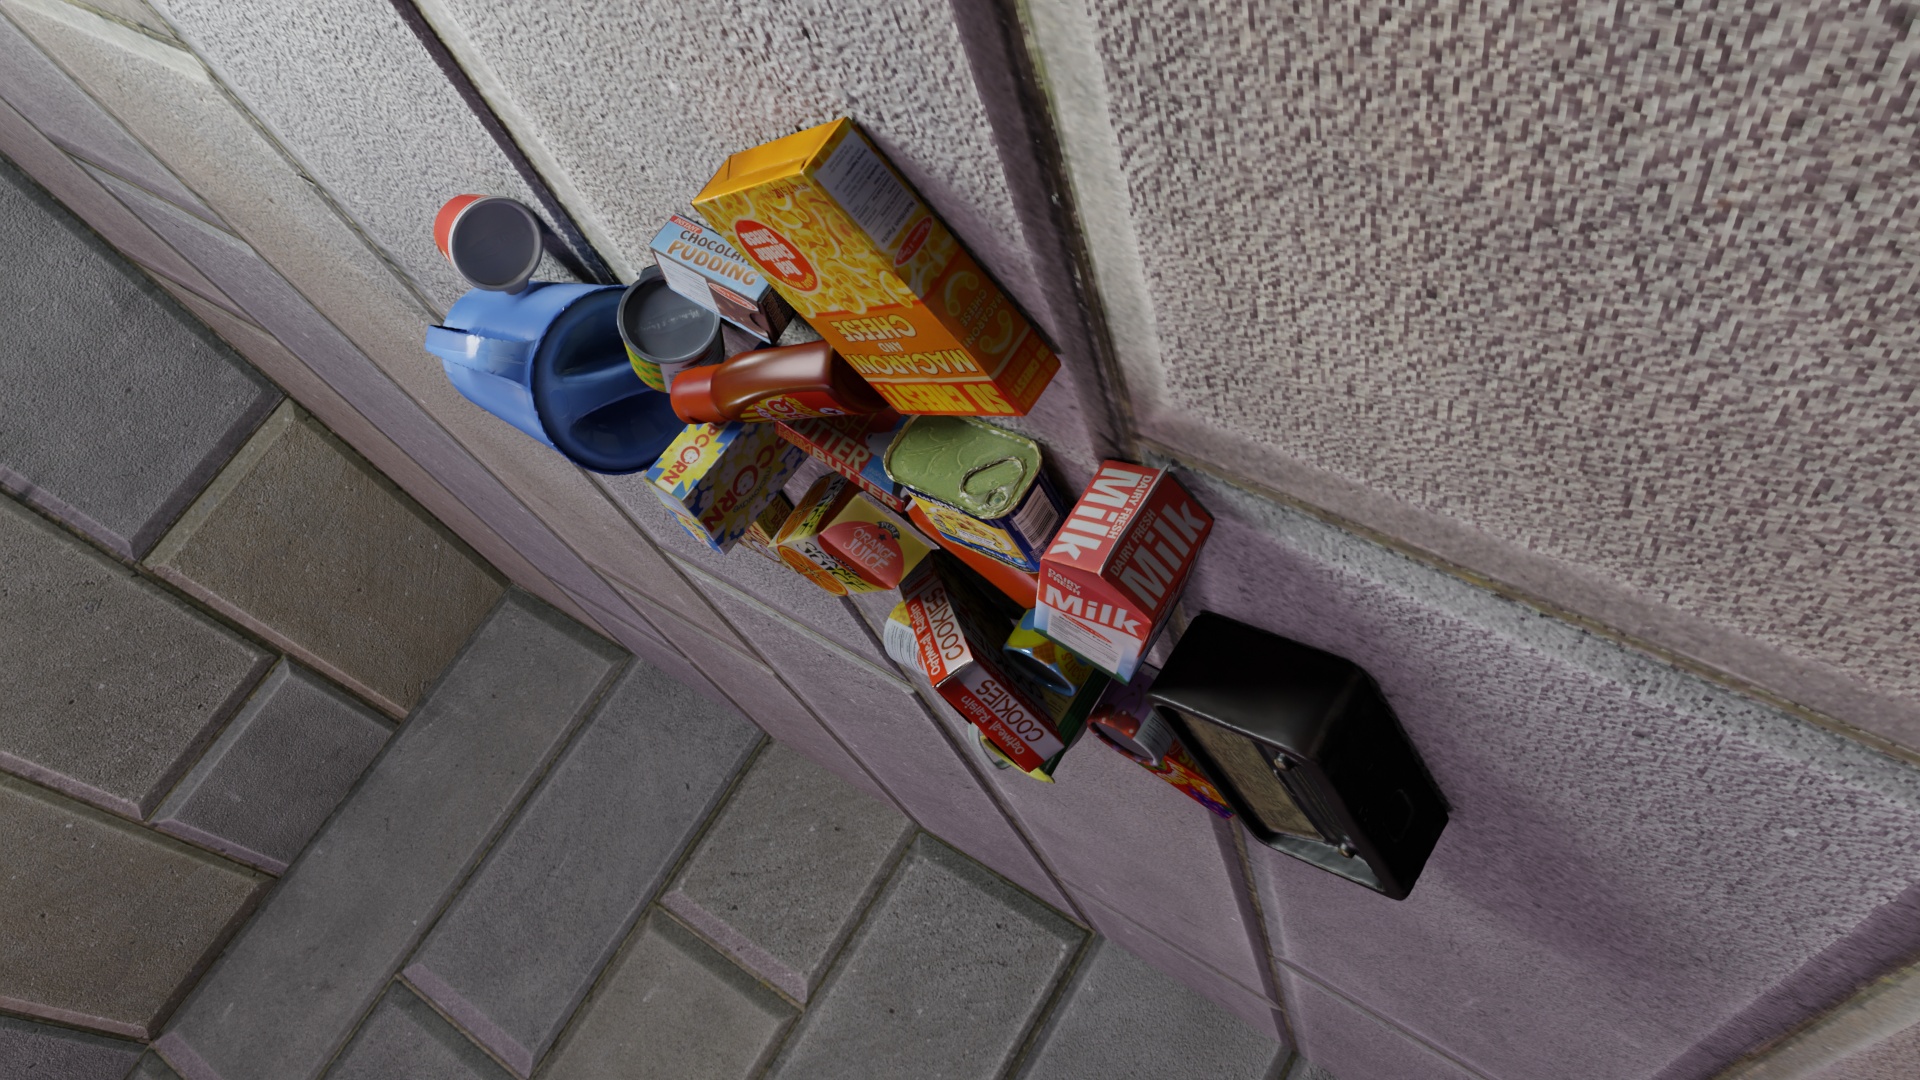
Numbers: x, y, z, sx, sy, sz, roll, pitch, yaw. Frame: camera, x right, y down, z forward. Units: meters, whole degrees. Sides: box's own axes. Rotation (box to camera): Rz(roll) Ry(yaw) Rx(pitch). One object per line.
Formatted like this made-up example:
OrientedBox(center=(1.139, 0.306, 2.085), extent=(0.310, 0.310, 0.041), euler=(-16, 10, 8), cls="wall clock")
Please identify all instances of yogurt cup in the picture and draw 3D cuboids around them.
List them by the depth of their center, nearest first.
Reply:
OrientedBox(center=(-0.341, -0.217, 0.995), extent=(0.054, 0.072, 0.072), euler=(29, 165, 45), cls="yogurt cup")

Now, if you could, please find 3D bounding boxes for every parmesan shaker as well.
OrientedBox(center=(0.074, 0.139, 1.142), extent=(0.071, 0.103, 0.071), euler=(31, 163, 10), cls="parmesan shaker")

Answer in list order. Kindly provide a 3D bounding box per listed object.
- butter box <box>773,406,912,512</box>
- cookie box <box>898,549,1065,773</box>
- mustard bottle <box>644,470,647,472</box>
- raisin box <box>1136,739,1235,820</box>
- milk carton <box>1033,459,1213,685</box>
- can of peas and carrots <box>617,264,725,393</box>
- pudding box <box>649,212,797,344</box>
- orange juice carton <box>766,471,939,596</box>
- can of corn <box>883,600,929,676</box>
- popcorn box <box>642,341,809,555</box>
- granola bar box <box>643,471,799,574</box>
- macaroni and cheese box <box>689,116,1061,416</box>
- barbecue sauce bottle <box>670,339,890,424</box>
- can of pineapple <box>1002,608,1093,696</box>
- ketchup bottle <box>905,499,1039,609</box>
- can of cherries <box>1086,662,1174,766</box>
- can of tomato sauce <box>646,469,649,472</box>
OrientedBox(center=(-0.066, -0.068, 0.908), extent=(0.103, 0.053, 0.024), euler=(32, 161, 6), cls="butter box")
OrientedBox(center=(0.011, 0.088, 1.083), extent=(0.122, 0.040, 0.168), euler=(45, -168, -33), cls="cookie box")
OrientedBox(center=(-0.253, -0.075, 1.231), extent=(0.160, 0.065, 0.048), euler=(27, 167, 34), cls="mustard bottle")
OrientedBox(center=(0.187, 0.179, 1.158), extent=(0.123, 0.040, 0.086), euler=(32, 163, 10), cls="raisin box")
OrientedBox(center=(0.093, 0.017, 0.814), extent=(0.073, 0.072, 0.190), euler=(30, 164, 11), cls="milk carton")
OrientedBox(center=(-0.193, -0.140, 0.926), extent=(0.071, 0.071, 0.058), euler=(33, 164, 3), cls="can of peas and carrots")
OrientedBox(center=(-0.142, -0.158, 0.839), extent=(0.084, 0.030, 0.049), euler=(29, 162, 15), cls="pudding box")
OrientedBox(center=(-0.077, -0.008, 1.066), extent=(0.072, 0.073, 0.192), euler=(39, 163, -16), cls="orange juice carton")
OrientedBox(center=(-0.025, 0.087, 1.258), extent=(0.058, 0.071, 0.071), euler=(20, 158, 41), cls="can of corn")
OrientedBox(center=(-0.149, -0.062, 0.951), extent=(0.038, 0.127, 0.085), euler=(31, 163, 24), cls="popcorn box")
OrientedBox(center=(-0.225, -0.041, 1.316), extent=(0.166, 0.039, 0.123), euler=(26, 162, 27), cls="granola bar box")
OrientedBox(center=(-0.042, -0.131, 0.705), extent=(0.166, 0.040, 0.123), euler=(44, 161, -30), cls="macaroni and cheese box")
OrientedBox(center=(-0.116, -0.096, 0.861), extent=(0.148, 0.044, 0.065), euler=(-2, 169, 36), cls="barbecue sauce bottle")
OrientedBox(center=(0.075, 0.076, 1.042), extent=(0.071, 0.058, 0.070), euler=(31, 163, 11), cls="can of pineapple")
OrientedBox(center=(0.003, -0.012, 0.952), extent=(0.149, 0.044, 0.064), euler=(37, 163, -9), cls="ketchup bottle")
OrientedBox(center=(0.138, 0.134, 1.085), extent=(0.071, 0.058, 0.071), euler=(30, 163, 10), cls="can of cherries")
OrientedBox(center=(-0.261, -0.105, 1.157), extent=(0.071, 0.071, 0.083), euler=(17, 156, 45), cls="can of tomato sauce")
